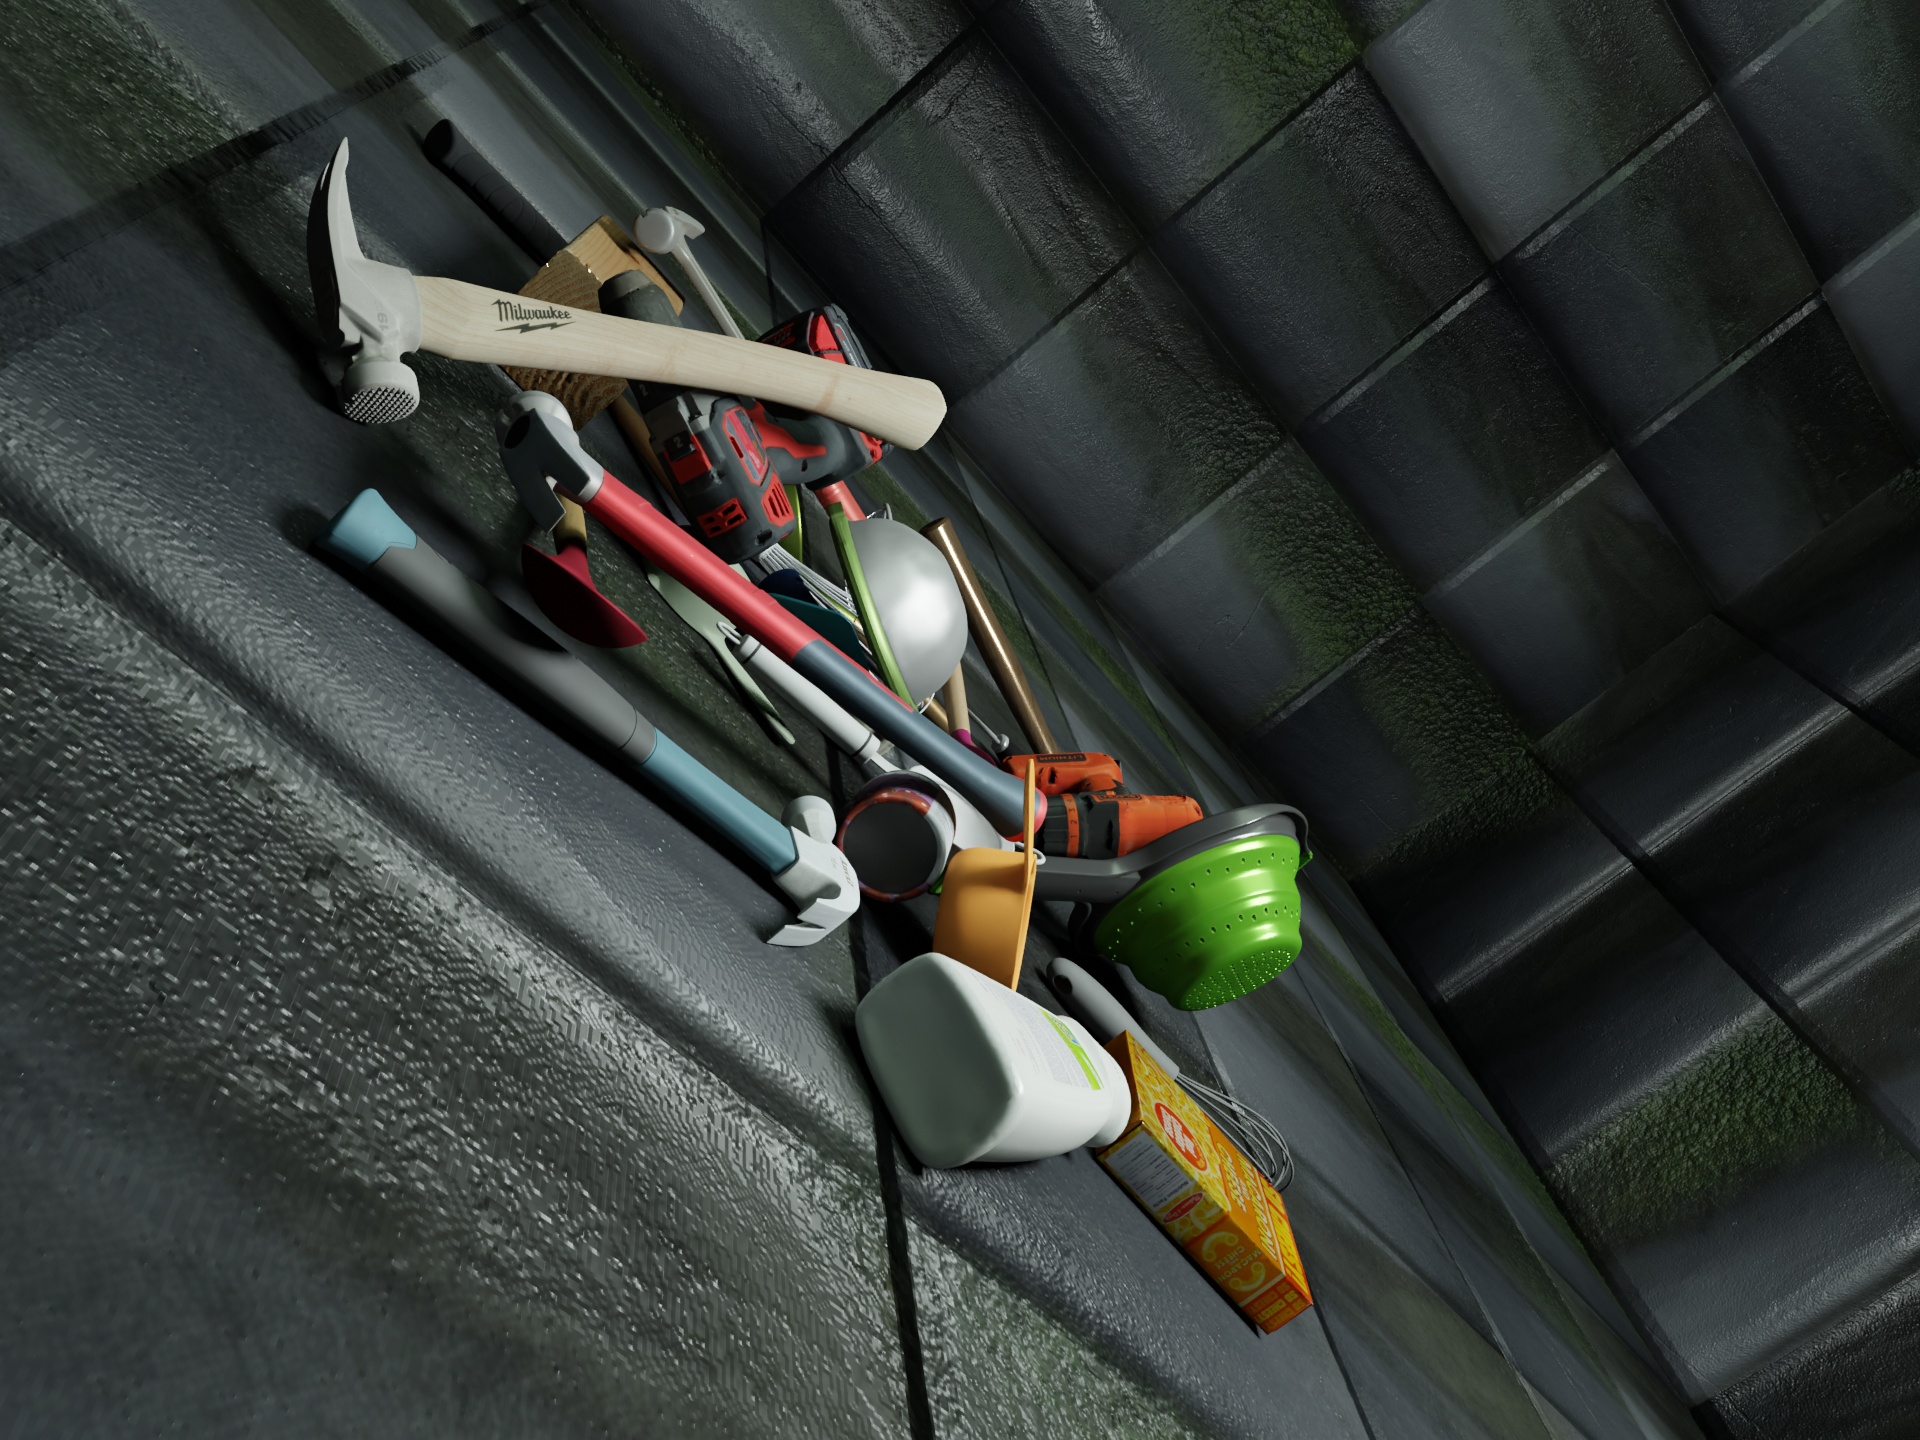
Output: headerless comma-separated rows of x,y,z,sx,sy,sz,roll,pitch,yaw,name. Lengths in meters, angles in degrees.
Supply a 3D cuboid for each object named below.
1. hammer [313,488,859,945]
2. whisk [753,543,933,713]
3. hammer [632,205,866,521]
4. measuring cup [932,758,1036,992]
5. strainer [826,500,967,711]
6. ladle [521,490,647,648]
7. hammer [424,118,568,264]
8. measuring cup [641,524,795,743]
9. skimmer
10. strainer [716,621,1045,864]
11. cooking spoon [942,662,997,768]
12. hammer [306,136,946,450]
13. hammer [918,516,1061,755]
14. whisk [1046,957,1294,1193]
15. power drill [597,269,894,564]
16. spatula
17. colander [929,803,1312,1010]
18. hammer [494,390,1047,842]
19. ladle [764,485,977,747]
-0.162,0.003,0.757,0.330,0.033,0.128,43,13,-34,hammer
-0.128,-0.108,1.193,0.284,0.070,0.070,45,12,-3,whisk
-0.133,-0.231,1.232,0.359,0.036,0.149,58,8,-9,hammer
0.014,0.086,0.910,0.095,0.052,0.173,-74,169,-49,measuring cup
-0.016,-0.032,1.088,0.151,0.069,0.256,58,10,-83,strainer
-0.204,-0.096,0.830,0.069,0.031,0.316,42,5,-25,ladle
-0.310,-0.365,1.332,0.334,0.035,0.146,44,14,-30,hammer
-0.140,-0.058,1.010,0.168,0.038,0.083,53,12,20,measuring cup
0.019,-0.036,1.422,0.363,0.090,0.127,46,11,-25,skimmer
-0.055,0.023,0.999,0.258,0.050,0.087,41,20,-16,strainer
-0.002,-0.004,1.210,0.017,0.068,0.319,33,27,-28,cooking spoon
-0.169,-0.220,0.925,0.410,0.038,0.146,0,69,-45,hammer
0.050,-0.027,1.399,0.331,0.031,0.130,63,23,-14,hammer
0.148,0.253,1.130,0.239,0.055,0.055,45,12,-7,whisk
-0.141,-0.217,1.053,0.188,0.080,0.227,63,27,-11,power drill
-0.166,-0.138,1.114,0.318,0.044,0.082,52,-12,30,spatula
0.136,0.149,1.156,0.396,0.204,0.095,9,47,-46,colander
-0.080,-0.032,0.853,0.386,0.038,0.143,38,6,-33,hammer
-0.065,-0.071,1.304,0.319,0.062,0.078,48,5,-28,ladle
